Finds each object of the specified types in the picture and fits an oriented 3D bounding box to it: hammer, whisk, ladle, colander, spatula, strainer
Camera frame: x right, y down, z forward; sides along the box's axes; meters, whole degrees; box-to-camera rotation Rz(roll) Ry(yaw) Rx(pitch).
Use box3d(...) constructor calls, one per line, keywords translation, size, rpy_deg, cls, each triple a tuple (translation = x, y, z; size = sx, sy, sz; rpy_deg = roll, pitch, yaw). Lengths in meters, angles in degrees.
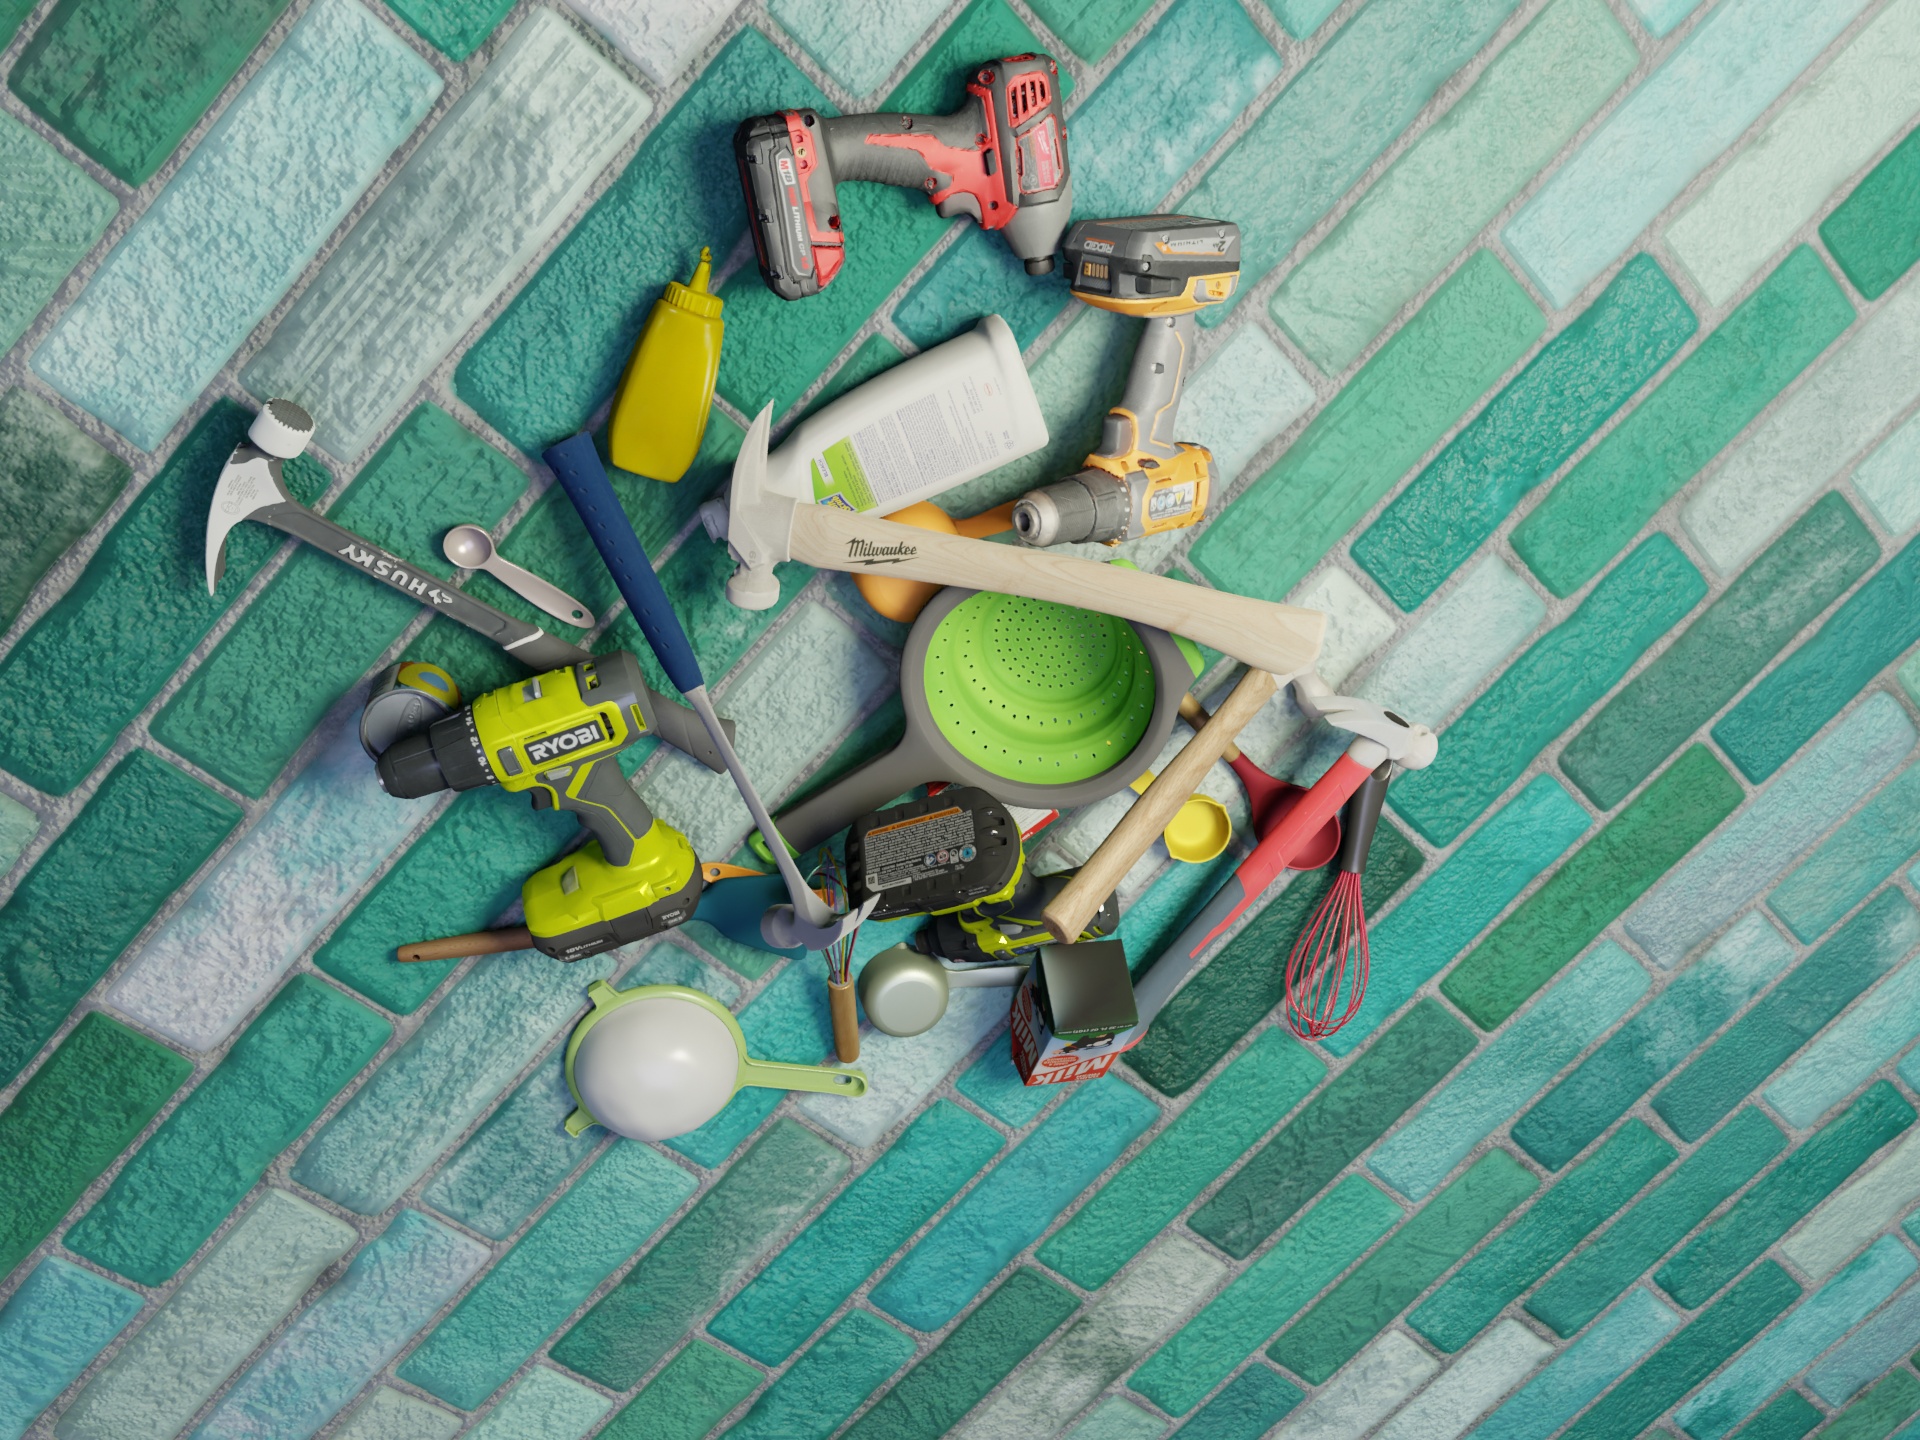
box3d(translation=(-0.335, -0.064, 1.140), size=(0.408, 0.036, 0.149), rpy_deg=(31, 117, -26), cls="hammer")
box3d(translation=(-0.182, -0.015, 1.131), size=(0.035, 0.144, 0.405), rpy_deg=(-33, 101, -32), cls="hammer")
box3d(translation=(-0.098, 0.198, 1.285), size=(0.051, 0.047, 0.244), rpy_deg=(-43, 145, -38), cls="whisk")
box3d(translation=(0.208, 0.014, 1.310), size=(0.069, 0.031, 0.315), rpy_deg=(-41, 114, 11), cls="ladle")
box3d(translation=(0.171, 0.040, 1.226), size=(0.331, 0.031, 0.130), rpy_deg=(-47, 120, -23), cls="hammer")
box3d(translation=(0.044, -0.108, 1.078), size=(0.410, 0.038, 0.146), rpy_deg=(12, 121, 4), cls="hammer")
box3d(translation=(-0.002, -0.004, 1.222), size=(0.397, 0.095, 0.204), rpy_deg=(-31, 109, 24), cls="colander")
box3d(translation=(0.336, 0.147, 1.382), size=(0.073, 0.073, 0.295), rpy_deg=(4, 106, -14), cls="whisk")
box3d(translation=(-0.282, 0.168, 1.257), size=(0.317, 0.044, 0.082), rpy_deg=(-7, 119, -8), cls="spatula")
box3d(translation=(0.224, 0.136, 1.315), size=(0.143, 0.038, 0.386), rpy_deg=(15, 122, -41), cls="hammer")
box3d(translation=(-0.199, 0.305, 1.322), size=(0.256, 0.069, 0.151), rpy_deg=(9, 111, -15), cls="strainer")

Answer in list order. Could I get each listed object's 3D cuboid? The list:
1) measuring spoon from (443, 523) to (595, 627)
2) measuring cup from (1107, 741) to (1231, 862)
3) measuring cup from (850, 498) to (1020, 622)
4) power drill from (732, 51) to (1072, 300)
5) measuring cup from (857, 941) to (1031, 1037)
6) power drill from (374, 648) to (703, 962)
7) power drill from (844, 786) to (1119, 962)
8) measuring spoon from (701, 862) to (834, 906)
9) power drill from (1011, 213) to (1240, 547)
box3d(translation=(-0.316, -0.104, 1.149), size=(0.124, 0.018, 0.034), rpy_deg=(35, 114, -30), cls="measuring spoon")
box3d(translation=(0.161, 0.056, 1.324), size=(0.156, 0.029, 0.062), rpy_deg=(42, 99, -13), cls="measuring cup")
box3d(translation=(0.002, -0.131, 1.183), size=(0.173, 0.052, 0.095), rpy_deg=(-20, 116, -1), cls="measuring cup")
box3d(translation=(-0.031, -0.355, 1.068), size=(0.219, 0.079, 0.143), rpy_deg=(-15, 116, -9), cls="power drill")
box3d(translation=(-0.002, 0.229, 1.349), size=(0.167, 0.038, 0.083), rpy_deg=(-3, 114, -9), cls="measuring cup")
box3d(translation=(-0.295, 0.068, 1.157), size=(0.190, 0.080, 0.228), rpy_deg=(-20, 131, -7), cls="power drill")
box3d(translation=(0.008, 0.135, 1.235), size=(0.171, 0.080, 0.223), rpy_deg=(-16, 152, 19), cls="power drill")
box3d(translation=(-0.157, 0.132, 1.290), size=(0.117, 0.011, 0.021), rpy_deg=(15, 109, -15), cls="measuring spoon")
box3d(translation=(0.113, -0.232, 1.118), size=(0.185, 0.084, 0.226), rpy_deg=(-19, 121, -39), cls="power drill")
